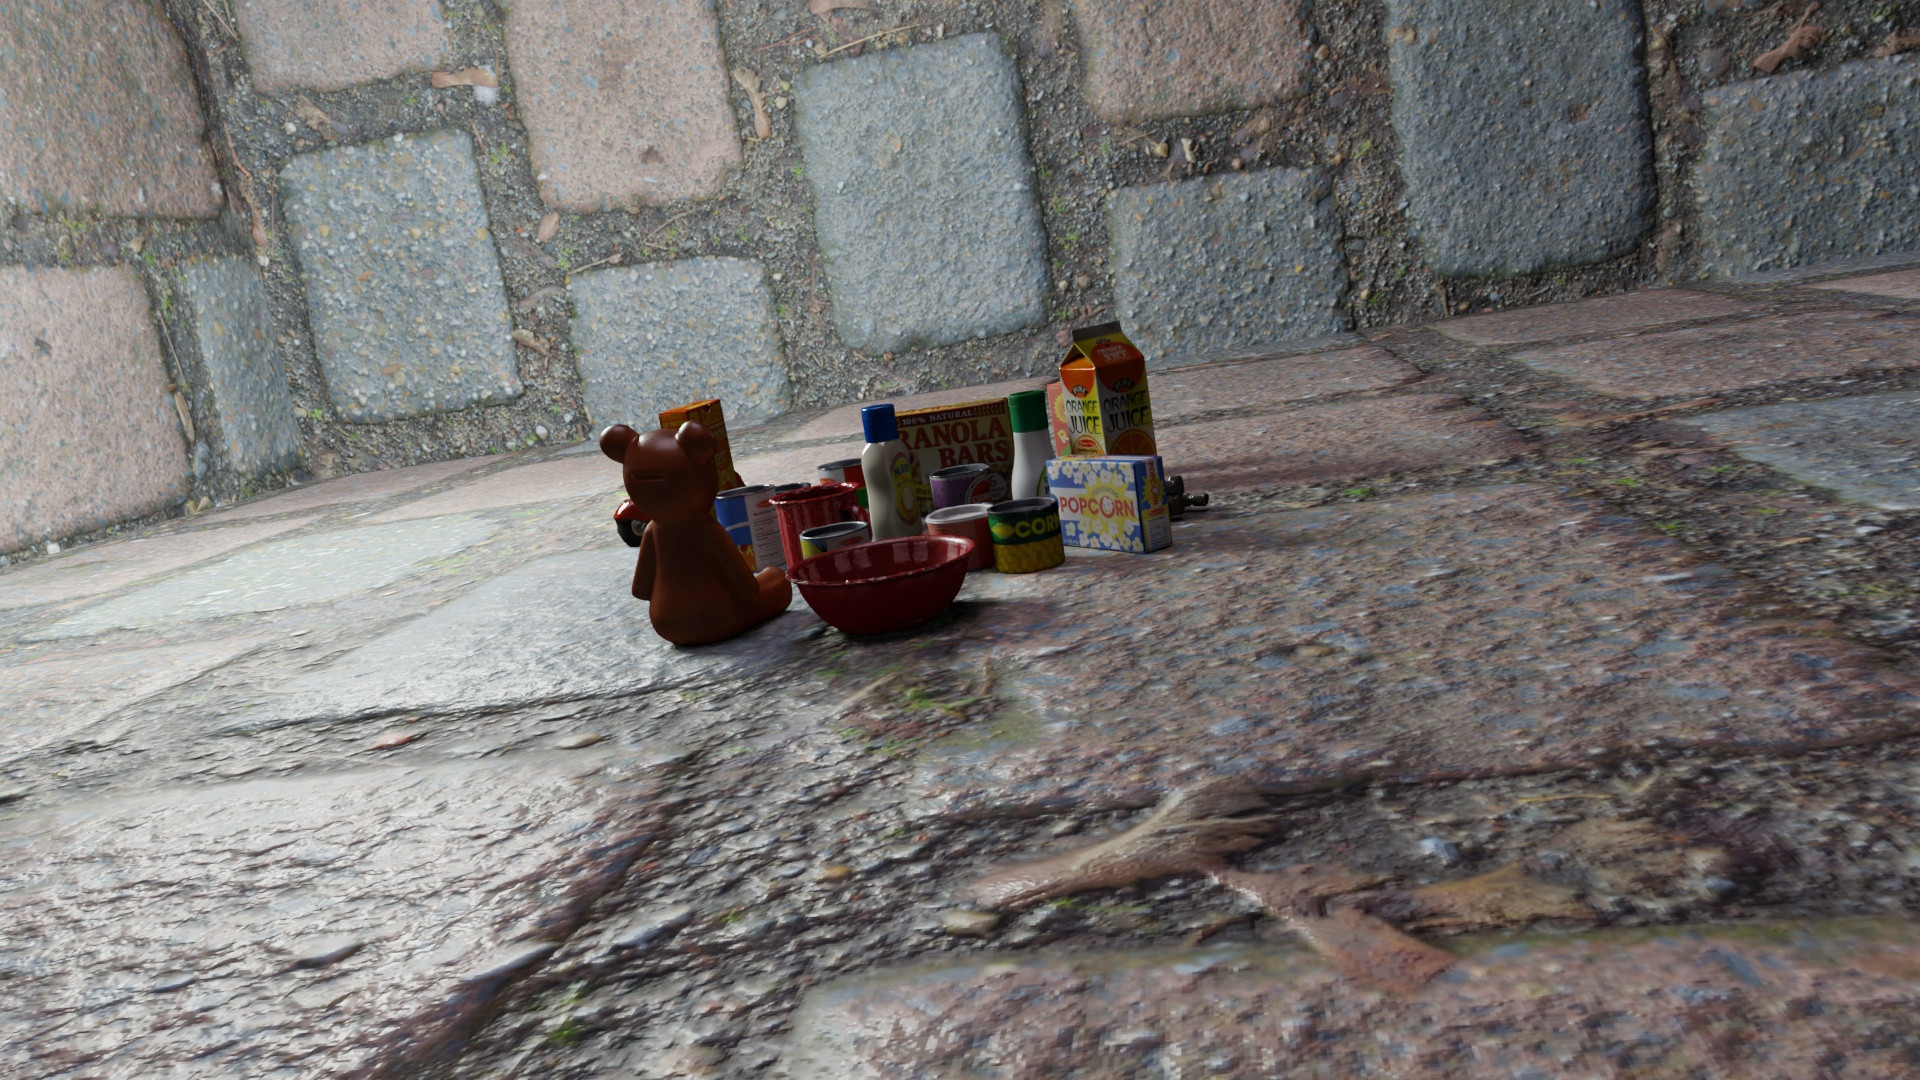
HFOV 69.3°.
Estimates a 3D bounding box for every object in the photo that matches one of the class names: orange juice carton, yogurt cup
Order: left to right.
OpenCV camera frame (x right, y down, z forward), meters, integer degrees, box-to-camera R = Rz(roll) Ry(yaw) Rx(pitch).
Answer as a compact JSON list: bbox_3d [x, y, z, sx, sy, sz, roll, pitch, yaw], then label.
[{"bbox_3d":[0.004,-0.002,1.318,0.072,0.054,0.072,-9,11,2],"label":"yogurt cup"},{"bbox_3d":[0.166,-0.149,1.575,0.072,0.192,0.073,-15,12,-29],"label":"orange juice carton"}]

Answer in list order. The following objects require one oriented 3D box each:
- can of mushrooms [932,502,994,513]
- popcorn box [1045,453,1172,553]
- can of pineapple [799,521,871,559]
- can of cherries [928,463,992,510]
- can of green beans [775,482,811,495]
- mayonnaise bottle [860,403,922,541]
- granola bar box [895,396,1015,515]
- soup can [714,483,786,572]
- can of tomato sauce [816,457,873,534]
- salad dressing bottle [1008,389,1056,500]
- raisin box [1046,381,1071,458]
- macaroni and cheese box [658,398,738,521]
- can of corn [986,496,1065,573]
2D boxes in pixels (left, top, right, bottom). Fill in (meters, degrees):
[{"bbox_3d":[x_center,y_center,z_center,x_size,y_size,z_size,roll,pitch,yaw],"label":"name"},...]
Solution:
[{"bbox_3d":[0.005,-0.018,1.456,0.071,0.033,0.071,-9,11,2],"label":"can of mushrooms"},{"bbox_3d":[0.139,-0.036,1.305,0.038,0.085,0.126,-16,13,-34],"label":"popcorn box"},{"bbox_3d":[-0.115,0.017,1.311,0.071,0.057,0.071,-9,11,2],"label":"can of pineapple"},{"bbox_3d":[0.004,-0.052,1.561,0.071,0.058,0.071,-9,11,2],"label":"can of cherries"},{"bbox_3d":[-0.204,-0.034,1.642,0.071,0.057,0.071,-9,11,2],"label":"can of green beans"},{"bbox_3d":[-0.078,-0.072,1.497,0.041,0.147,0.065,-3,12,31],"label":"mayonnaise bottle"},{"bbox_3d":[-0.018,-0.096,1.631,0.165,0.124,0.039,-8,11,8],"label":"granola bar box"},{"bbox_3d":[-0.226,-0.013,1.486,0.071,0.083,0.071,-9,11,2],"label":"soup can"},{"bbox_3d":[-0.122,-0.049,1.585,0.071,0.083,0.071,-9,11,2],"label":"can of tomato sauce"},{"bbox_3d":[0.076,-0.075,1.391,0.044,0.147,0.064,0,14,40],"label":"salad dressing bottle"},{"bbox_3d":[0.157,-0.134,1.687,0.086,0.123,0.040,-1,13,38],"label":"raisin box"},{"bbox_3d":[-0.313,-0.083,1.696,0.040,0.166,0.124,-7,11,11],"label":"macaroni and cheese box"},{"bbox_3d":[0.062,-0.005,1.277,0.071,0.058,0.071,-9,11,2],"label":"can of corn"}]
